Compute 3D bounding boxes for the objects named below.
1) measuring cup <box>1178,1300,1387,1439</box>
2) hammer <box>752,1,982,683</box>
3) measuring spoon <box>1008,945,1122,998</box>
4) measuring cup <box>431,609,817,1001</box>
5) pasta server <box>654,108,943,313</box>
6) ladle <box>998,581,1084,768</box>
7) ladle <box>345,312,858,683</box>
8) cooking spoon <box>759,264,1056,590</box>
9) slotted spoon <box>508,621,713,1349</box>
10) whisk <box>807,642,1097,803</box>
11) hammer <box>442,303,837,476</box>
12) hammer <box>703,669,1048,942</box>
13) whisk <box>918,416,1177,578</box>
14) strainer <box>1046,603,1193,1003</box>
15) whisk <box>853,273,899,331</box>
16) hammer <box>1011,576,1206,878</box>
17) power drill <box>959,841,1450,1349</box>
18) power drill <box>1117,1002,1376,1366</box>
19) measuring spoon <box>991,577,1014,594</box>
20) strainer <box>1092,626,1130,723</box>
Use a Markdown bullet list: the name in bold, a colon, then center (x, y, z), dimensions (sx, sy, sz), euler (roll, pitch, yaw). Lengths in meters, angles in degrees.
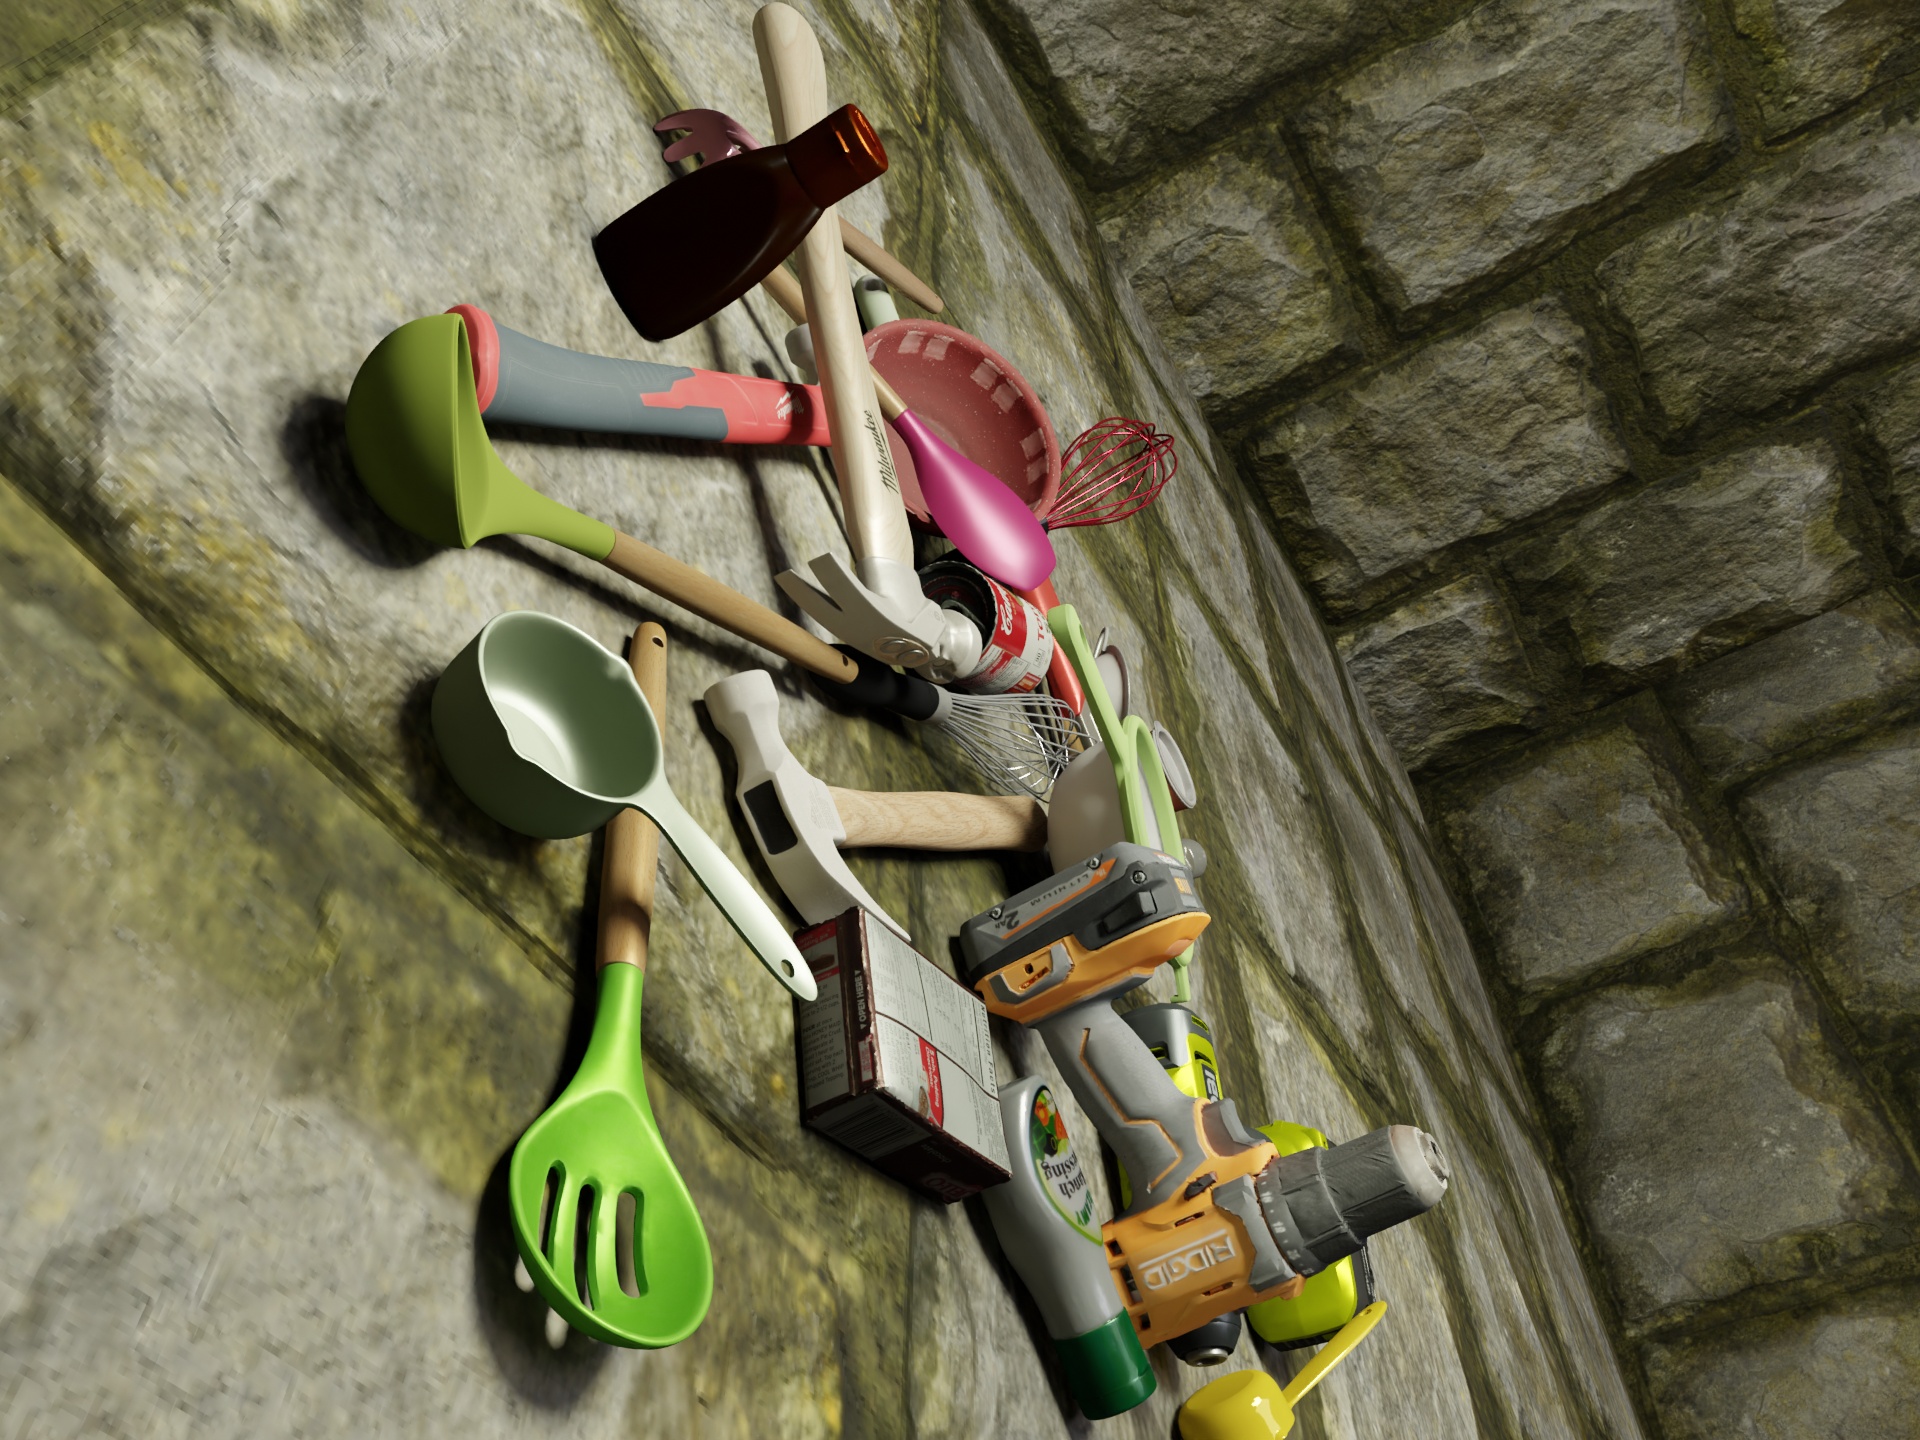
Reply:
- **measuring cup**: center (0.173, 0.338, 0.838), dimensions (0.156, 0.062, 0.029), euler (-23, 81, -39)
- **hammer**: center (-0.073, -0.224, 0.847), dimensions (0.146, 0.038, 0.411), euler (27, 46, -58)
- **measuring spoon**: center (0.056, 0.144, 0.936), dimensions (0.128, 0.021, 0.042), euler (20, 46, -52)
- **measuring cup**: center (-0.113, 0.039, 0.539), dimensions (0.167, 0.038, 0.083), euler (52, 23, -10)
- **pasta server**: center (-0.094, -0.334, 1.082), dimensions (0.316, 0.040, 0.060), euler (15, 52, -63)
- **ladle**: center (0.080, 0.025, 1.132), dimensions (0.069, 0.031, 0.316), euler (36, 35, -55)
- **ladle**: center (-0.118, -0.066, 0.645), dimensions (0.320, 0.062, 0.078), euler (28, 51, -58)
- **cooking spoon**: center (-0.055, -0.203, 0.962), dimensions (0.319, 0.017, 0.069), euler (47, 51, -6)
- **slotted spoon**: center (-0.114, 0.069, 0.548), dimensions (0.070, 0.031, 0.314), euler (33, 31, -31)
- **whisk**: center (-0.002, -0.004, 0.910), dimensions (0.284, 0.070, 0.070), euler (22, 46, -58)
- **hammer**: center (-0.121, -0.137, 0.764), dimensions (0.386, 0.038, 0.143), euler (-24, 97, -69)
- **hammer**: center (-0.019, 0.054, 0.816), dimensions (0.331, 0.031, 0.130), euler (12, 54, -67)
- **whisk**: center (0.061, -0.142, 1.096), dimensions (0.296, 0.073, 0.073), euler (-38, 103, -42)
- **strainer**: center (0.072, 0.039, 0.909), dimensions (0.152, 0.069, 0.256), euler (-87, 158, -48)
- **whisk**: center (-0.034, -0.226, 1.134), dimensions (0.059, 0.058, 0.247), euler (101, -27, -59)
- **hammer**: center (0.064, -0.047, 1.108), dimensions (0.149, 0.036, 0.359), euler (1, 64, -54)
- **power drill**: center (0.115, 0.174, 0.787), dimensions (0.084, 0.185, 0.226), euler (20, 44, -63)
- **power drill**: center (0.162, 0.291, 0.929), dimensions (0.228, 0.080, 0.191), euler (42, 33, -45)
- **measuring spoon**: center (0.020, -0.070, 1.119), dimensions (0.034, 0.018, 0.124), euler (42, 34, -29)
- **strainer**: center (0.114, 0.047, 1.173), dimensions (0.086, 0.050, 0.259), euler (124, -42, -60)
